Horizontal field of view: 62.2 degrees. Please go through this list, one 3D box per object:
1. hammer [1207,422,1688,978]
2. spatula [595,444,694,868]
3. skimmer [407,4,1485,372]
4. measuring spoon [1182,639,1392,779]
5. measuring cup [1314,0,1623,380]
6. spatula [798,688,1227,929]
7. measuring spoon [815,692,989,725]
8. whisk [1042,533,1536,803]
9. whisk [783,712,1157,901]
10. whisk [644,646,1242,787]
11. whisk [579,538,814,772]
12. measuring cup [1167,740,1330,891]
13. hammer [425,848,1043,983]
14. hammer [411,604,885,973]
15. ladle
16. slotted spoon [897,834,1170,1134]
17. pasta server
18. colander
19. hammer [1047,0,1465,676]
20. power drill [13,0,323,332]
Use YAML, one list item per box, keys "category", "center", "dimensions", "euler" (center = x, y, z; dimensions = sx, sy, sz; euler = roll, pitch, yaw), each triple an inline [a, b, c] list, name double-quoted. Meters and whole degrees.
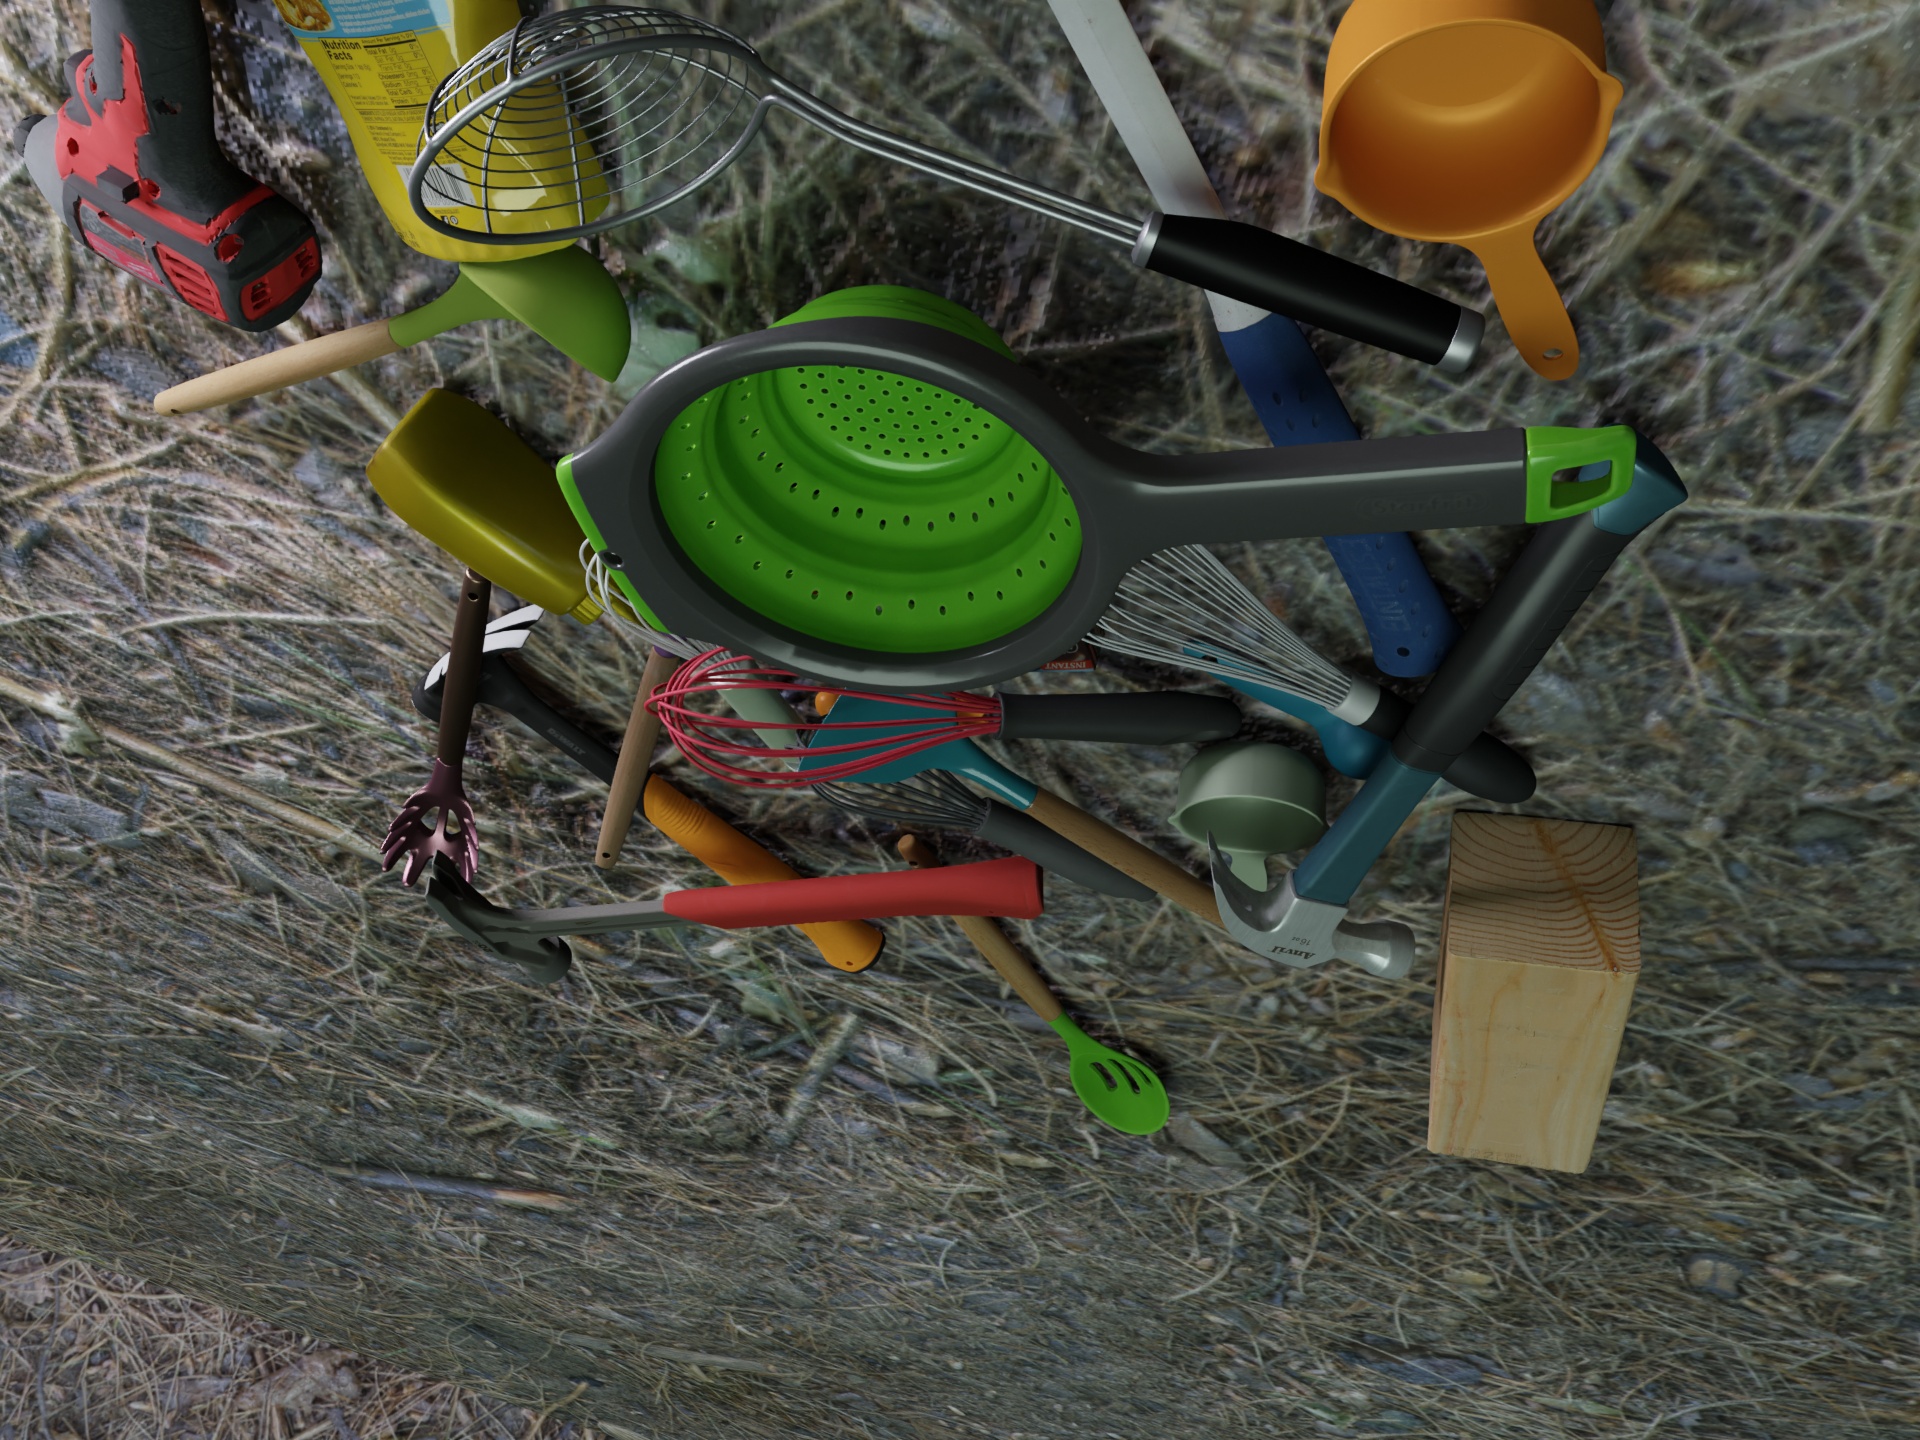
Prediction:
- category: "hammer"
  center: [0.213, 0.007, 0.709]
  dimensions: [0.128, 0.033, 0.330]
  euler: [12, 134, -12]
- category: "spatula"
  center: [-0.162, -0.020, 0.863]
  dimensions: [0.059, 0.018, 0.315]
  euler: [18, 132, -9]
- category: "skimmer"
  center: [-0.001, -0.159, 0.551]
  dimensions: [0.363, 0.090, 0.127]
  euler: [18, 175, -2]
- category: "measuring spoon"
  center: [0.163, -0.003, 0.783]
  dimensions: [0.128, 0.021, 0.042]
  euler: [27, 141, -12]
- category: "measuring cup"
  center: [0.182, -0.185, 0.540]
  dimensions: [0.095, 0.052, 0.173]
  euler: [-9, 149, 31]
- category: "spatula"
  center: [0.059, 0.059, 0.861]
  dimensions: [0.317, 0.044, 0.082]
  euler: [30, 100, -22]
- category: "measuring spoon"
  center: [-0.026, -0.003, 0.868]
  dimensions: [0.117, 0.011, 0.021]
  euler: [4, 140, 18]
- category: "whisk"
  center: [0.156, -0.024, 0.737]
  dimensions: [0.284, 0.070, 0.070]
  euler: [26, 141, -16]
- category: "whisk"
  center: [0.011, 0.055, 0.890]
  dimensions: [0.238, 0.055, 0.055]
  euler: [24, 142, -20]
- category: "whisk"
  center: [-0.001, -0.002, 0.761]
  dimensions: [0.295, 0.073, 0.073]
  euler: [1, 145, -16]
- category: "whisk"
  center: [-0.122, -0.032, 0.817]
  dimensions: [0.058, 0.059, 0.246]
  euler: [8, 156, 23]
- category: "measuring cup"
  center: [0.156, 0.057, 0.856]
  dimensions: [0.083, 0.038, 0.167]
  euler: [3, 156, 11]
- category: "hammer"
  center: [-0.129, 0.107, 0.954]
  dimensions: [0.359, 0.037, 0.149]
  euler: [-6, 149, 12]
- category: "hammer"
  center: [-0.170, 0.056, 0.982]
  dimensions: [0.336, 0.034, 0.127]
  euler: [40, 138, -25]
- category: "ladle"
  center: [-0.282, -0.166, 0.745]
  dimensions: [0.320, 0.062, 0.078]
  euler: [-5, 159, 31]
- category: "slotted spoon"
  center: [0.050, 0.176, 1.043]
  dimensions: [0.070, 0.031, 0.313]
  euler: [-14, 130, 34]
- category: "pasta server"
  center: [-0.296, 0.013, 0.925]
  dimensions: [0.060, 0.040, 0.316]
  euler: [15, 144, -14]
- category: "colander"
  center: [0.046, -0.109, 0.622]
  dimensions: [0.397, 0.095, 0.204]
  euler: [-2, 143, 17]
- category: "hammer"
  center: [0.110, -0.163, 0.602]
  dimensions: [0.144, 0.035, 0.405]
  euler: [-12, 132, 33]
- category: "power drill"
  center: [-0.337, -0.266, 0.623]
  dimensions: [0.143, 0.078, 0.219]
  euler: [30, 148, 9]
